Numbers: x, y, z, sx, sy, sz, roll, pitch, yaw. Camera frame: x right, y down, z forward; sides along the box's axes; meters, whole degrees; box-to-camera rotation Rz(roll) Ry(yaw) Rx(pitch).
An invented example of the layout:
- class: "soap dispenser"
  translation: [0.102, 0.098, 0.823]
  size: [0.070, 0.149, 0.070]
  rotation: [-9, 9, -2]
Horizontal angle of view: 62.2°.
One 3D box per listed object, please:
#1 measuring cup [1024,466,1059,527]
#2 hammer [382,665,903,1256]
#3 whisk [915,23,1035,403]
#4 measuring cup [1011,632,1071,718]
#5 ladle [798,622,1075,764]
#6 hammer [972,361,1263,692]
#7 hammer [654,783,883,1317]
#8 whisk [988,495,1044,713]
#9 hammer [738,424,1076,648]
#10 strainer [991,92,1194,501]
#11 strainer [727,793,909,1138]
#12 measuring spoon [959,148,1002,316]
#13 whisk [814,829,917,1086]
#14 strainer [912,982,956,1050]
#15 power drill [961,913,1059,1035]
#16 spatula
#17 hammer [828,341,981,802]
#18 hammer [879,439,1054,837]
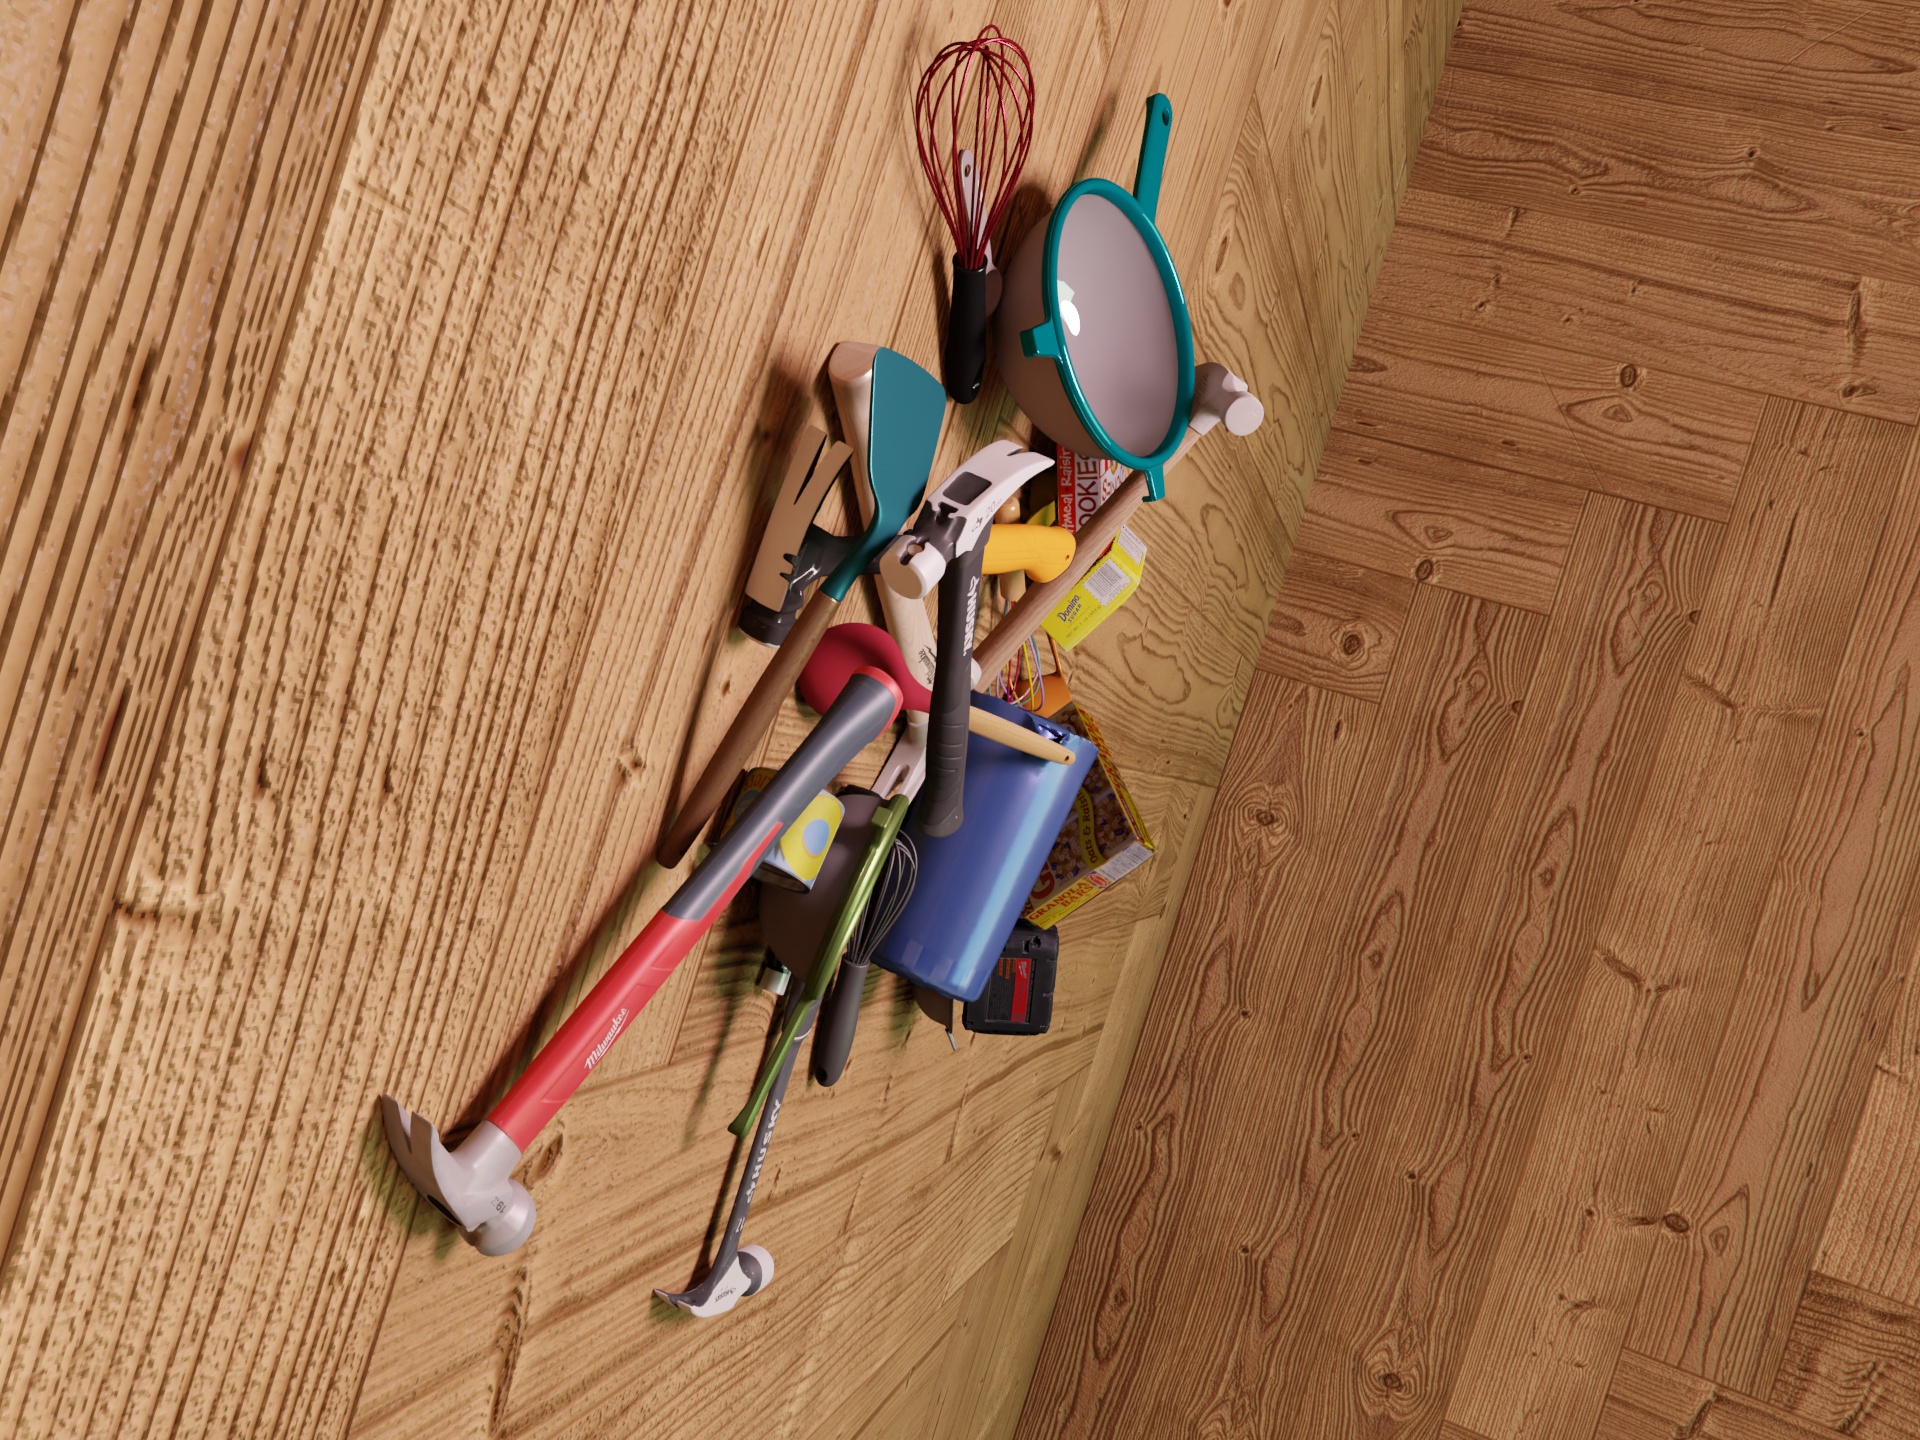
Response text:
- class: "measuring cup"
  translation: [0.063, -0.175, 1.342]
  size: [0.156, 0.029, 0.062]
  rotation: [-50, 141, -62]
- class: "hammer"
  translation: [-0.152, 0.098, 0.862]
  size: [0.386, 0.038, 0.143]
  rotation: [-52, 154, -30]
- class: "whisk"
  translation: [0.006, -0.308, 1.015]
  size: [0.295, 0.073, 0.073]
  rotation: [93, 21, -58]
- class: "measuring cup"
  translation: [0.070, -0.038, 1.499]
  size: [0.095, 0.052, 0.173]
  rotation: [-115, -169, -74]
- class: "ladle"
  translation: [-0.002, -0.004, 1.139]
  size: [0.315, 0.031, 0.069]
  rotation: [21, 100, -53]
- class: "hammer"
  translation: [0.110, -0.153, 1.292]
  size: [0.331, 0.031, 0.130]
  rotation: [-49, -153, 18]
- class: "hammer"
  translation: [-0.129, 0.244, 1.173]
  size: [0.149, 0.036, 0.409]
  rotation: [13, 94, -72]
- class: "whisk"
  translation: [0.044, -0.096, 1.385]
  size: [0.244, 0.051, 0.047]
  rotation: [84, 8, -45]
- class: "hammer"
  translation: [-0.012, -0.118, 1.035]
  size: [0.336, 0.034, 0.127]
  rotation: [-10, 127, -57]
- class: "strainer"
  translation: [0.098, -0.339, 1.206]
  size: [0.210, 0.095, 0.341]
  rotation: [41, 52, -44]
- class: "strainer"
  translation: [-0.117, 0.154, 1.072]
  size: [0.256, 0.069, 0.151]
  rotation: [-64, 179, 1]
- class: "measuring spoon"
  translation: [0.007, -0.328, 1.071]
  size: [0.034, 0.018, 0.124]
  rotation: [-53, 149, -30]
- class: "whisk"
  translation: [-0.080, 0.191, 1.256]
  size: [0.055, 0.055, 0.239]
  rotation: [-36, 144, -63]
- class: "strainer"
  translation: [-0.012, 0.186, 1.479]
  size: [0.087, 0.050, 0.258]
  rotation: [-116, -148, -75]
- class: "power drill"
  translation: [0.044, 0.161, 1.479]
  size: [0.227, 0.080, 0.187]
  rotation: [-91, -176, -60]
- class: "spatula"
  translation: [-0.093, -0.054, 0.895]
  size: [0.317, 0.044, 0.082]
  rotation: [-58, 155, 9]
- class: "hammer"
  translation: [-0.048, -0.091, 1.092]
  size: [0.410, 0.038, 0.146]
  rotation: [80, 33, -57]
- class: "hammer"
  translation: [-0.002, -0.033, 1.027]
  size: [0.146, 0.035, 0.334]
  rotation: [-52, 160, -33]
